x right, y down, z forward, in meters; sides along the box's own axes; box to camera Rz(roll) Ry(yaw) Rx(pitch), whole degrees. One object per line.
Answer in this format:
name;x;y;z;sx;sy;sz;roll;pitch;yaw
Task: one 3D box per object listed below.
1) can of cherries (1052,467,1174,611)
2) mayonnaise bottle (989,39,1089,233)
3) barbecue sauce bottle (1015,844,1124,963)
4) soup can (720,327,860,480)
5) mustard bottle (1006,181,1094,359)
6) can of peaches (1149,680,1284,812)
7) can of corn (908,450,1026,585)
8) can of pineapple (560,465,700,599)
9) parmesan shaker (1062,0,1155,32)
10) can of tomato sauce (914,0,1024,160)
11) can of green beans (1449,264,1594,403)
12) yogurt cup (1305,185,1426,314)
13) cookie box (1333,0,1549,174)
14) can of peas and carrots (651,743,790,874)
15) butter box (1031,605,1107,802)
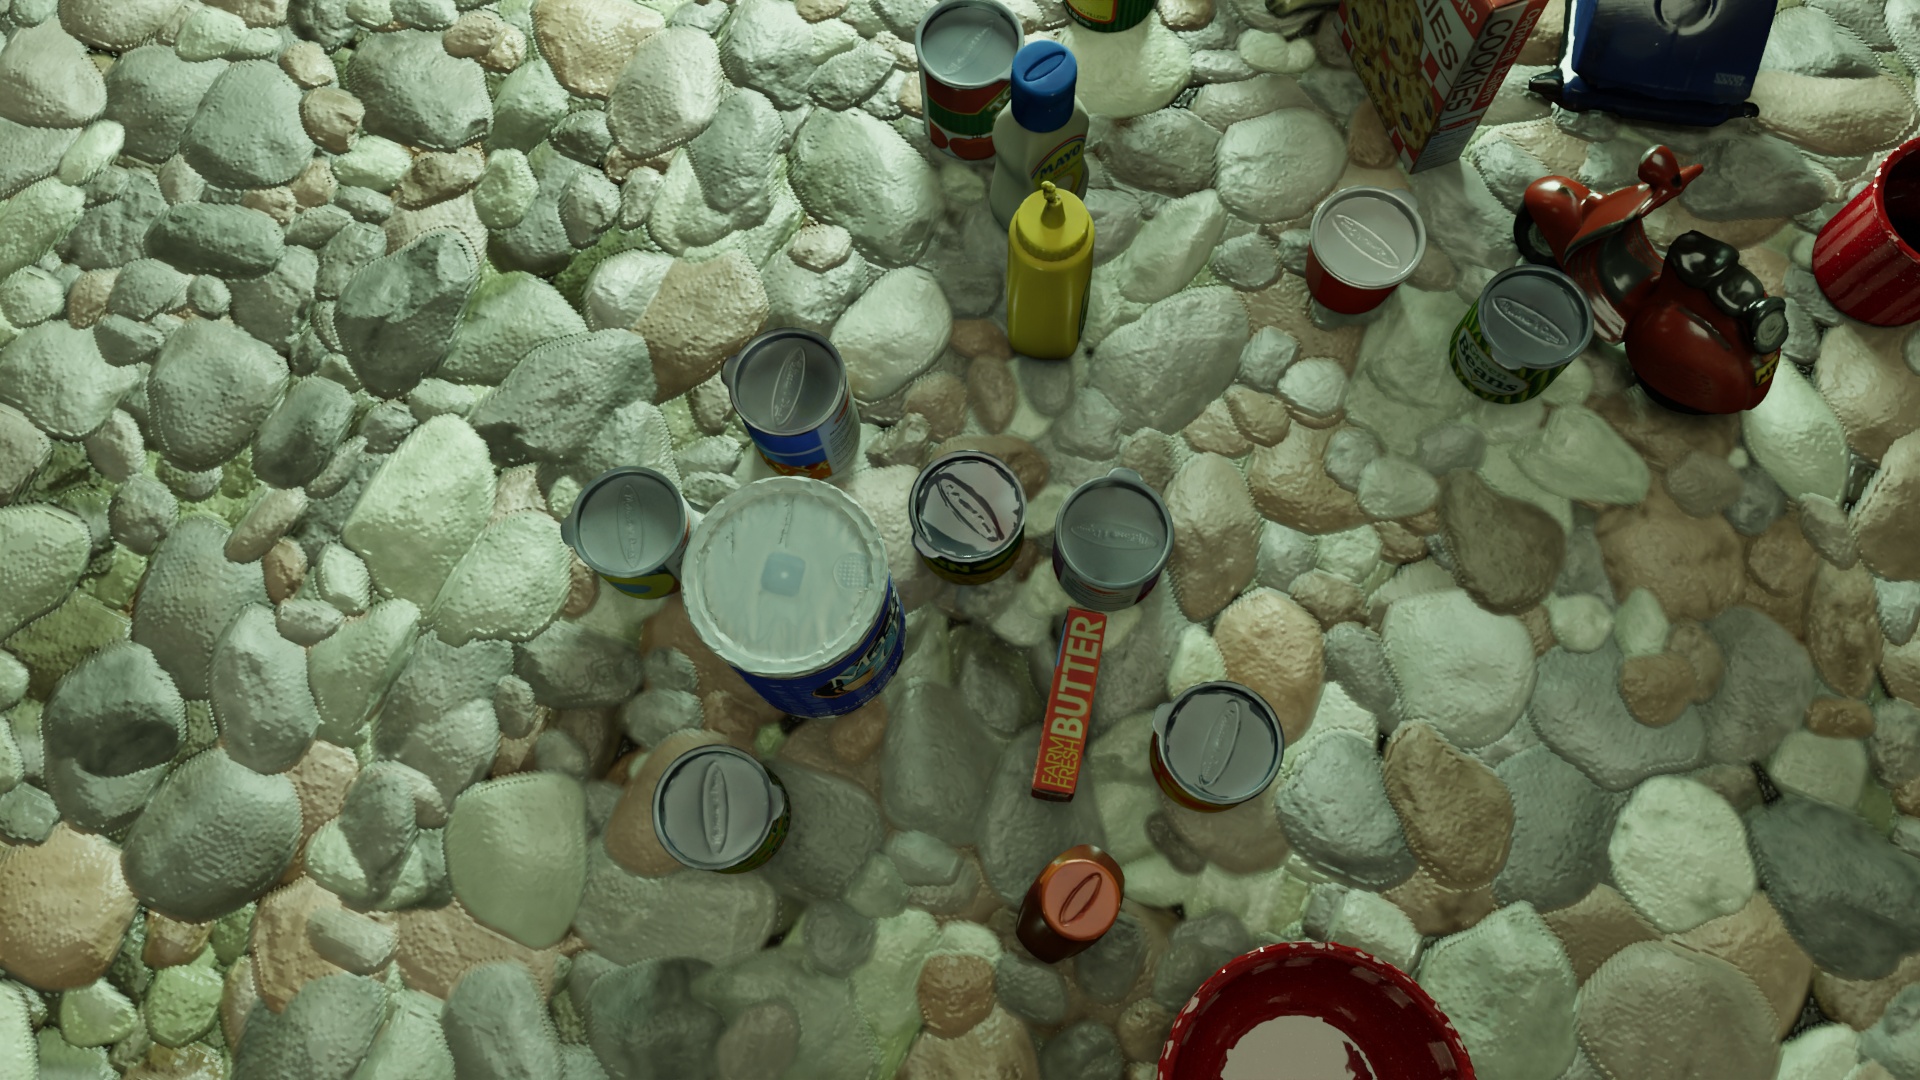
can of cherries;0.087;0.000;0.796;0.071;0.058;0.071;0;74;2
mayonnaise bottle;0.048;-0.235;0.821;0.065;0.147;0.041;-36;76;-8
barbecue sauce bottle;0.056;0.181;0.696;0.044;0.148;0.065;39;79;12
soup can;-0.097;-0.078;0.812;0.071;0.083;0.071;0;74;2
mustard bottle;0.051;-0.157;0.791;0.049;0.160;0.065;6;74;4
can of peaches;0.137;0.113;0.761;0.071;0.058;0.071;0;74;2
can of corn;0.003;-0.010;0.802;0.071;0.058;0.071;0;74;2
can of pineapple;-0.188;-0.004;0.806;0.071;0.057;0.071;0;74;2
parmesan shaker;0.100;-0.381;0.886;0.071;0.103;0.071;-1;74;2
can of tomato sauce;0.009;-0.288;0.872;0.071;0.083;0.071;0;74;2
can of green beans;0.331;-0.121;0.825;0.071;0.057;0.071;0;74;2
yogurt cup;0.242;-0.173;0.845;0.072;0.053;0.072;0;74;2
cookie box;0.281;-0.317;0.828;0.040;0.167;0.123;-19;74;-3
can of peas and carrots;-0.127;0.147;0.759;0.071;0.058;0.071;0;74;2
butter box;0.060;0.093;0.772;0.024;0.053;0.104;11;74;5
